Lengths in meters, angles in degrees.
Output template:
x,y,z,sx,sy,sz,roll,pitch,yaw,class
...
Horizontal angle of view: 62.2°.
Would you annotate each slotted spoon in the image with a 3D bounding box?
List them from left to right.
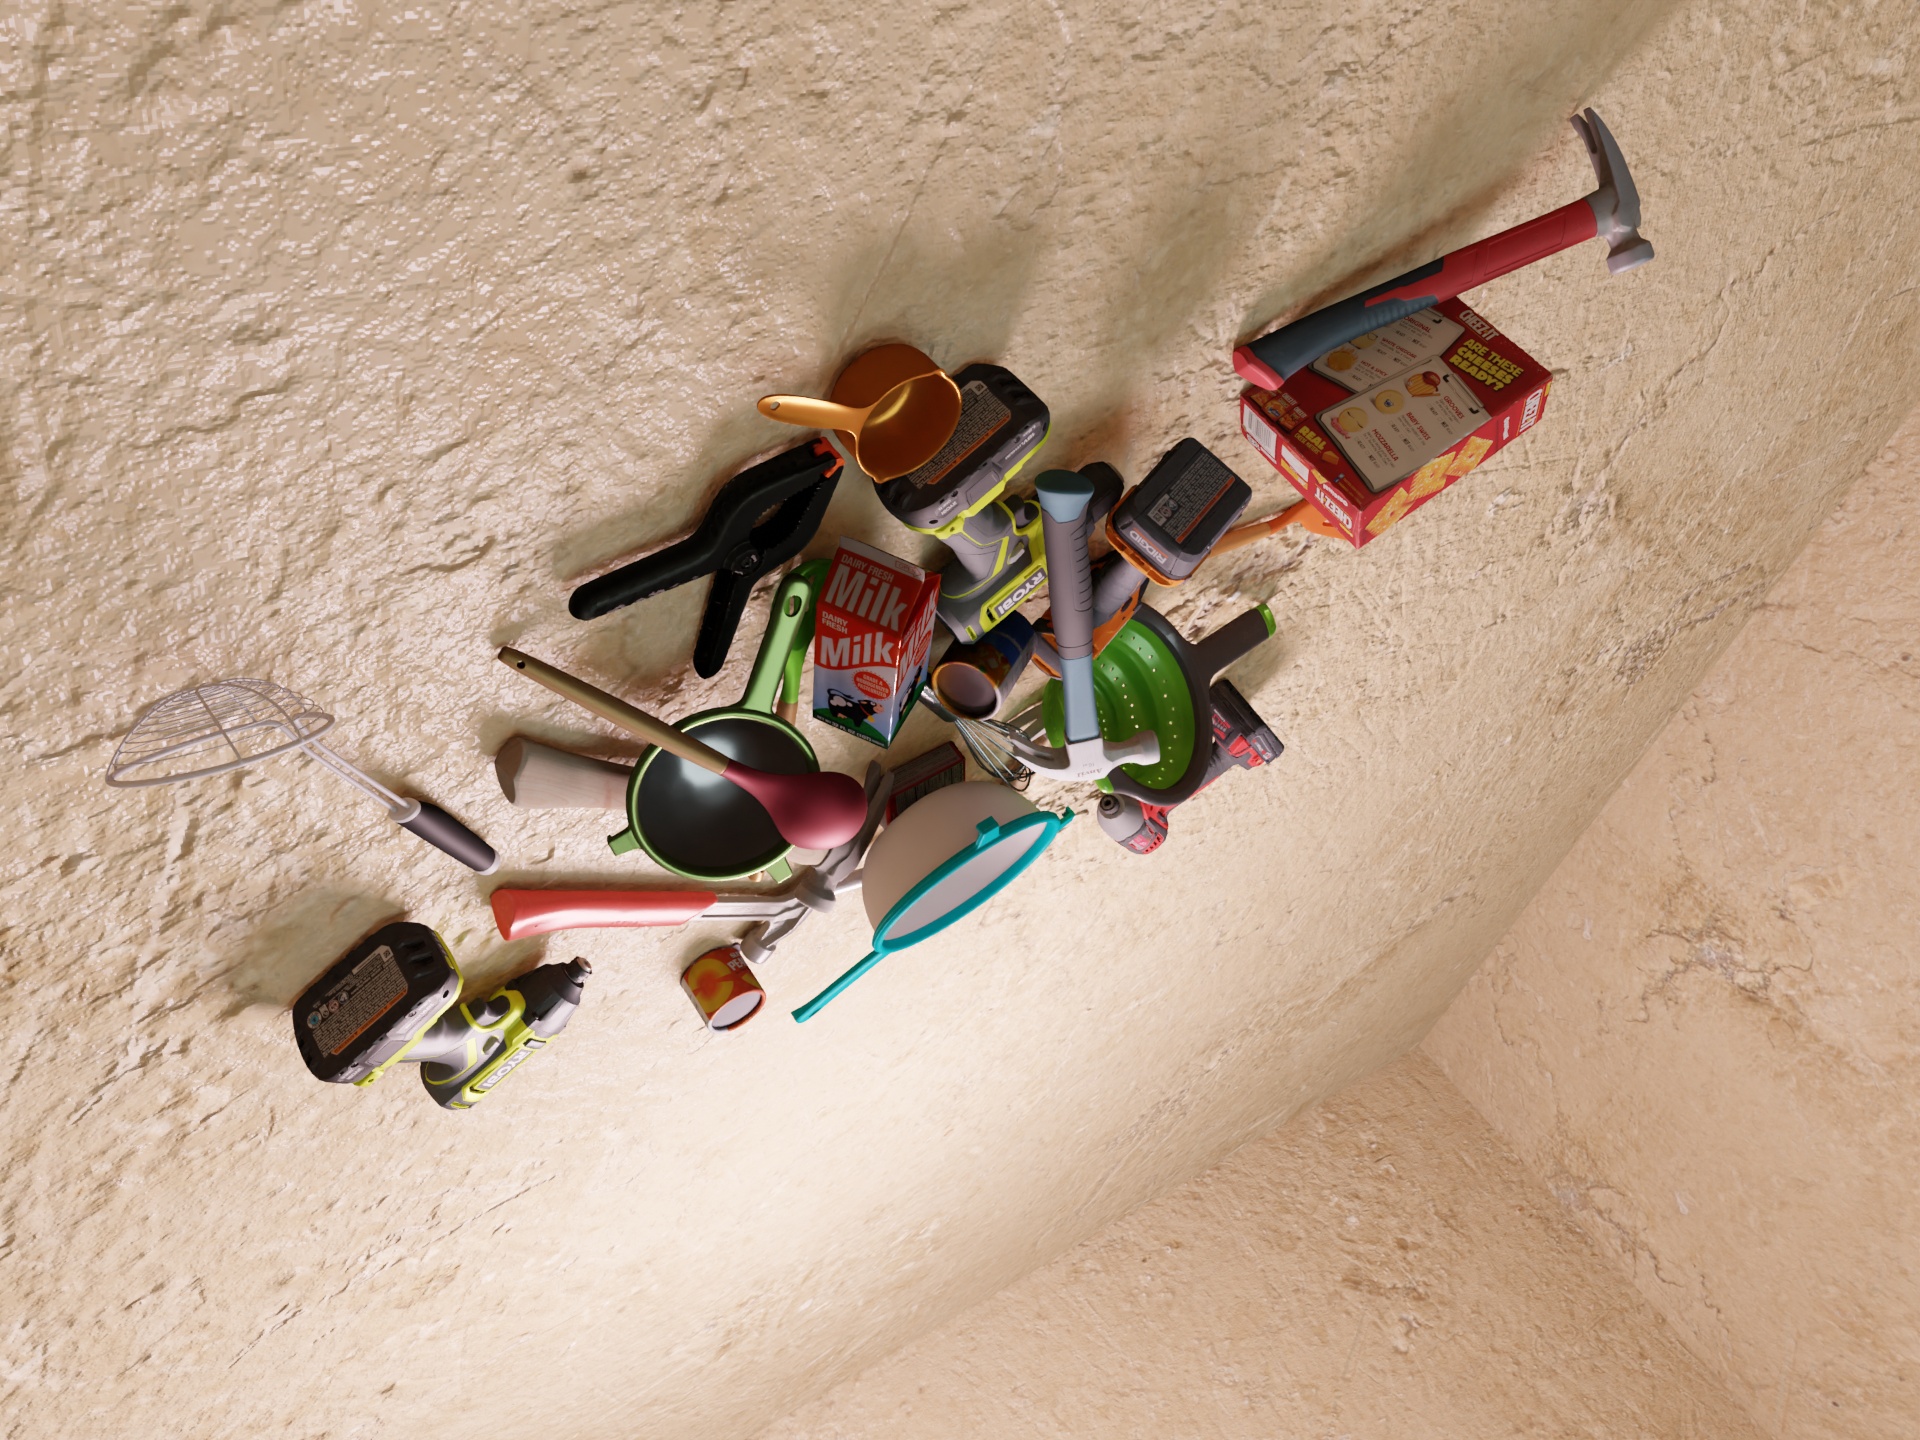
x,y,z,sx,sy,sz,roll,pitch,yaw,class
-0.144,0.004,1.277,0.070,0.031,0.313,-21,135,-44,slotted spoon

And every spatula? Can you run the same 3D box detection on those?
x,y,z,sx,sy,sz,roll,pitch,yaw,class
0.288,-0.176,1.559,0.322,0.041,0.081,-21,146,-28,spatula

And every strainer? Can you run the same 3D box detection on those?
x,y,z,sx,sy,sz,roll,pitch,yaw,class
-0.170,-0.002,1.218,0.151,0.069,0.256,12,109,-26,strainer
-0.061,0.160,1.513,0.340,0.095,0.211,-41,163,21,strainer
-0.034,0.140,1.591,0.258,0.050,0.086,-16,155,-11,strainer

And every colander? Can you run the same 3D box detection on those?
x,y,z,sx,sy,sz,roll,pitch,yaw,class
0.194,-0.037,1.588,0.094,0.204,0.397,-20,-173,42,colander

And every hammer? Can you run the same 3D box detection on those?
x,y,z,sx,sy,sz,roll,pitch,yaw,class
-0.256,0.161,1.410,0.149,0.037,0.358,-51,149,20,hammer
-0.208,0.065,1.316,0.410,0.038,0.146,22,96,-53,hammer
0.029,0.099,1.652,0.130,0.031,0.331,4,129,-51,hammer
0.094,-0.067,1.287,0.128,0.033,0.330,-12,136,-3,hammer
0.404,-0.391,1.364,0.386,0.143,0.038,-24,-174,-7,hammer

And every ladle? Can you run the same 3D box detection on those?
x,y,z,sx,sy,sz,roll,pitch,yaw,class
-0.194,0.021,1.163,0.315,0.031,0.069,30,99,-29,ladle

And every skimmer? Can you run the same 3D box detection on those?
x,y,z,sx,sy,sz,roll,pitch,yaw,class
-0.406,0.065,1.057,0.127,0.090,0.363,-9,155,11,skimmer

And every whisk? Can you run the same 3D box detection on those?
x,y,z,sx,sy,sz,roll,pitch,yaw,class
-0.002,-0.004,1.407,0.058,0.059,0.246,-18,143,30,whisk

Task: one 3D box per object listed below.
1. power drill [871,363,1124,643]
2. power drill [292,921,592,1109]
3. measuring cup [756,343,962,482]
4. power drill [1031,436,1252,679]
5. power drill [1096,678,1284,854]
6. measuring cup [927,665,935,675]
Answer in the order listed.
x,y,z,sx,sy,sz,roll,pitch,yaw,class
0.035,-0.174,1.243,0.190,0.080,0.228,-41,153,-2,power drill
-0.415,0.240,1.304,0.171,0.080,0.223,-41,154,4,power drill
-0.078,-0.218,1.079,0.173,0.052,0.095,-2,134,-45,measuring cup
0.153,-0.141,1.359,0.164,0.084,0.226,-48,179,-33,power drill
0.251,0.061,1.810,0.219,0.079,0.143,-41,150,8,power drill
-0.028,-0.046,1.406,0.156,0.029,0.062,12,125,-40,measuring cup
